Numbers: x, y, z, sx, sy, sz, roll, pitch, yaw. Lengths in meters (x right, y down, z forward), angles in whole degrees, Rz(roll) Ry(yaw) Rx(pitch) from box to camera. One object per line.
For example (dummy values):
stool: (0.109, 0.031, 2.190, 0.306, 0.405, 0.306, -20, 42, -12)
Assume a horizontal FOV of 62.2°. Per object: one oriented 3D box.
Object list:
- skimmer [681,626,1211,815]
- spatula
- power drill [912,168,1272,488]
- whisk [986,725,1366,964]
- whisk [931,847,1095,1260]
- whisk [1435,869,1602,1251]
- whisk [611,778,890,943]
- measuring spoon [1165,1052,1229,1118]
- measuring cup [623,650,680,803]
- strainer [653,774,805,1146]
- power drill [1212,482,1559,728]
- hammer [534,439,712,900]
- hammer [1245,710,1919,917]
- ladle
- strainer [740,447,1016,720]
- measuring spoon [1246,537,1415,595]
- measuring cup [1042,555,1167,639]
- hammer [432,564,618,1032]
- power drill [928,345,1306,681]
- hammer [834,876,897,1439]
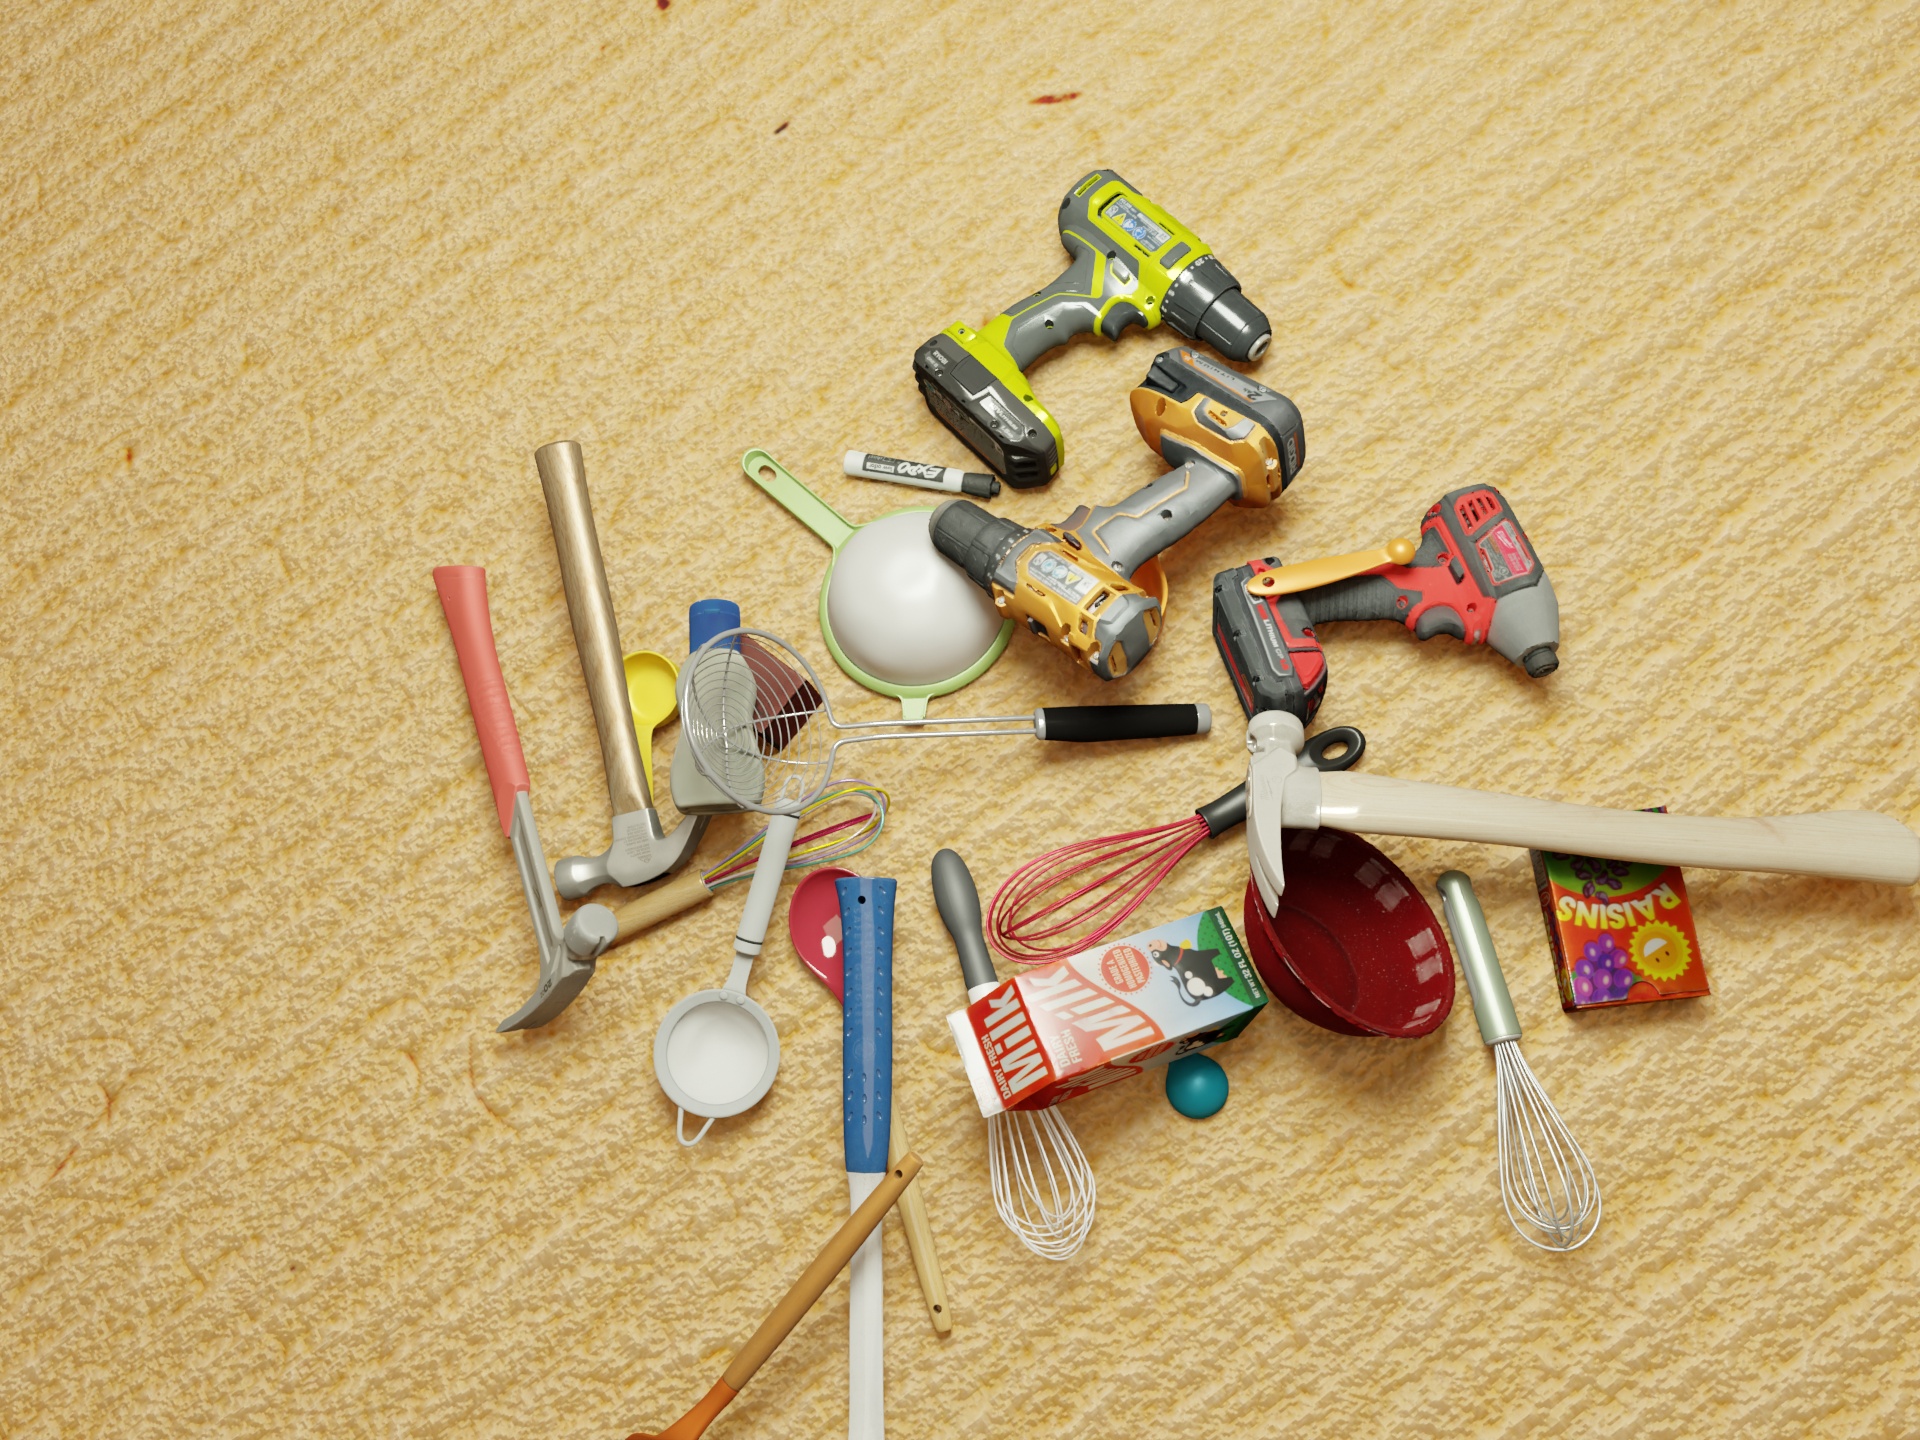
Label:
skimmer: (-0.002, -0.003, 1.065, 0.363, 0.090, 0.127, -2, 72, -8)
spatula: (-0.126, 0.399, 1.008, 0.081, 0.041, 0.322, 40, 93, 26)
power drill: (0.097, -0.282, 1.181, 0.228, 0.080, 0.191, -42, 72, -7)
whisk: (0.149, 0.079, 1.084, 0.296, 0.073, 0.073, -28, 72, -7)
whisk: (0.026, 0.217, 1.063, 0.070, 0.070, 0.285, -19, 68, 3)
whisk: (0.350, 0.213, 1.020, 0.059, 0.057, 0.247, -13, 68, 3)
whisk: (-0.159, 0.108, 1.129, 0.245, 0.047, 0.051, -26, 80, 6)
measuring spoon: (0.137, 0.205, 1.064, 0.042, 0.021, 0.129, -28, 73, 0)
measuring cup: (-0.231, 0.027, 1.174, 0.062, 0.029, 0.156, 1, 86, 11)
strainer: (-0.146, 0.162, 1.089, 0.087, 0.050, 0.258, 16, 89, 4)
power drill: (0.293, -0.068, 1.086, 0.219, 0.078, 0.143, -18, 63, 0)
hammer: (-0.258, -0.044, 1.153, 0.130, 0.031, 0.331, -14, 82, 9)
hammer: (0.385, 0.075, 0.990, 0.410, 0.038, 0.146, 6, 47, 3)
ladle: (-0.053, 0.252, 1.078, 0.069, 0.031, 0.316, -18, 74, 7)
strainer: (-0.073, -0.129, 1.165, 0.256, 0.069, 0.151, 41, 84, 15)
measuring spoon: (0.248, -0.103, 1.061, 0.117, 0.011, 0.021, -14, 62, -2)
measuring cup: (0.130, -0.112, 1.143, 0.095, 0.052, 0.173, 37, 76, 18)
hammer: (-0.333, 0.039, 1.155, 0.149, 0.036, 0.359, -45, 56, 38)
power drill: (0.103, -0.152, 1.093, 0.185, 0.084, 0.226, 36, 75, 30)
hammer: (-0.055, 0.306, 1.037, 0.144, 0.035, 0.406, -3, 79, 12)
